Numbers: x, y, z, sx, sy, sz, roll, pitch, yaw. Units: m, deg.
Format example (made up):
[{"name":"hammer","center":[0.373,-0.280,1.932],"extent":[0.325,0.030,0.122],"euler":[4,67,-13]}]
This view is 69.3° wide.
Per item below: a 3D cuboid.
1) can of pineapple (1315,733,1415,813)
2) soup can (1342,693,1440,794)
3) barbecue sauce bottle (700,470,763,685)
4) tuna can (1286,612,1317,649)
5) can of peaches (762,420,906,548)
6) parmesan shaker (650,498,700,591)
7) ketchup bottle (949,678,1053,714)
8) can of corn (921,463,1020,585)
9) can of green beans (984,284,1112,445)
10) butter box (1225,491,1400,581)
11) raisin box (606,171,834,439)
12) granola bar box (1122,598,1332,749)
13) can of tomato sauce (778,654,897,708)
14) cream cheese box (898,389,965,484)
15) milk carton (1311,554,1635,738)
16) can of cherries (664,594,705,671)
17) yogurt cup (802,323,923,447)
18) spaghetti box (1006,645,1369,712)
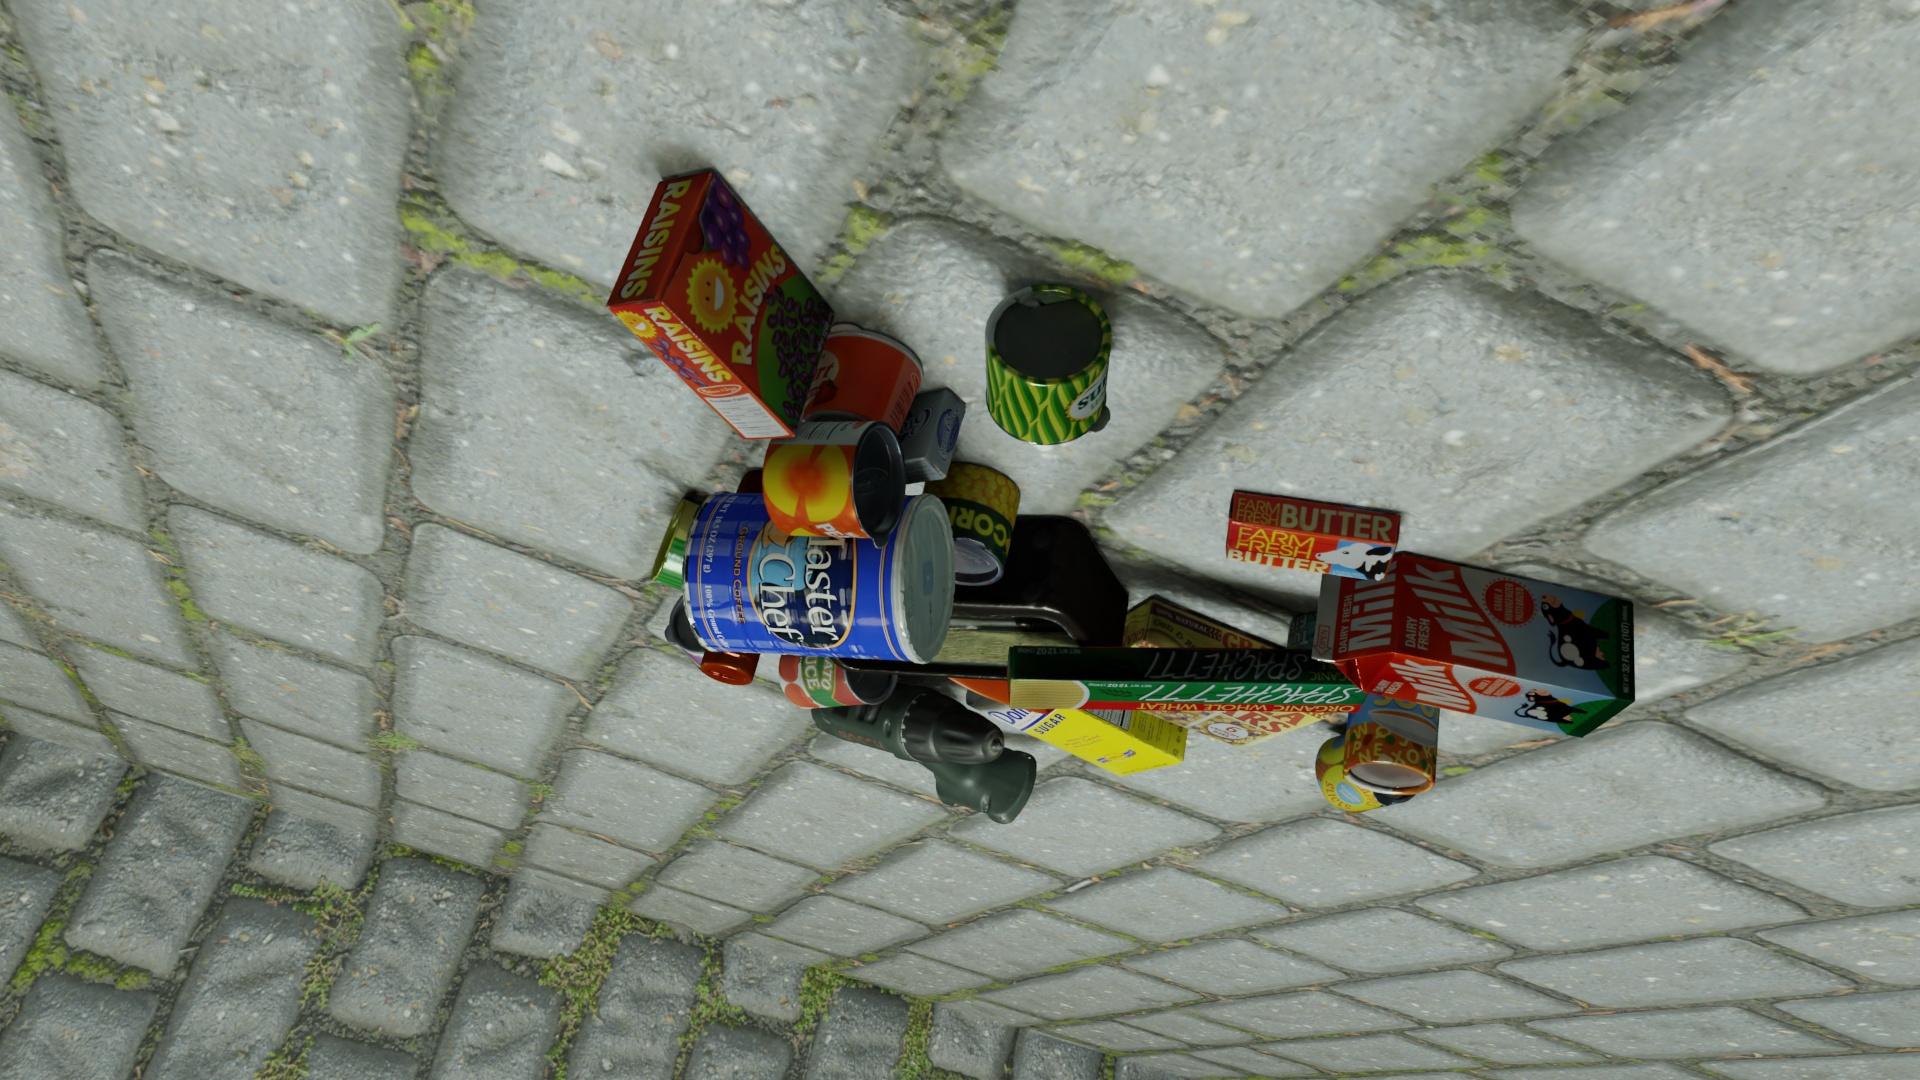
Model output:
[{"name":"can of pineapple","center":[0.333,0.188,1.137],"extent":[0.071,0.071,0.057],"euler":[23,152,-17]},{"name":"soup can","center":[0.321,0.137,1.028],"extent":[0.071,0.084,0.071],"euler":[11,152,6]},{"name":"barbecue sauce bottle","center":[-0.141,0.026,0.961],"extent":[0.065,0.149,0.043],"euler":[17,152,-7]},{"name":"tuna can","center":[0.265,0.079,0.999],"extent":[0.071,0.033,0.070],"euler":[11,153,6]},{"name":"can of peaches","center":[-0.070,-0.032,0.781],"extent":[0.058,0.071,0.071],"euler":[2,151,23]},{"name":"parmesan shaker","center":[-0.174,0.020,1.050],"extent":[0.103,0.071,0.071],"euler":[22,152,-16]},{"name":"ketchup bottle","center":[0.011,0.090,1.114],"extent":[0.149,0.064,0.043],"euler":[15,-179,16]},{"name":"can of corn","center":[0.003,-0.012,0.921],"extent":[0.071,0.058,0.071],"euler":[11,153,6]},{"name":"can of green beans","center":[0.046,-0.093,0.736],"extent":[0.071,0.071,0.057],"euler":[10,152,7]},{"name":"butter box","center":[0.220,-0.002,0.875],"extent":[0.103,0.024,0.053],"euler":[9,153,10]},{"name":"raisin box","center":[-0.123,-0.122,0.739],"extent":[0.040,0.086,0.123],"euler":[-1,149,31]},{"name":"granola bar box","center":[0.187,0.106,1.083],"extent":[0.165,0.039,0.123],"euler":[22,153,-15]},{"name":"can of tomato sauce","center":[-0.107,0.110,1.199],"extent":[0.083,0.071,0.071],"euler":[-10,144,40]},{"name":"cream cheese box","center":[-0.049,-0.059,0.861],"extent":[0.103,0.053,0.024],"euler":[-8,144,36]},{"name":"milk carton","center":[0.326,0.065,0.900],"extent":[0.191,0.072,0.073],"euler":[13,153,3]},{"name":"can of cherries","center":[-0.209,0.078,1.184],"extent":[0.071,0.072,0.058],"euler":[6,153,15]},{"name":"yogurt cup","center":[-0.060,-0.084,0.818],"extent":[0.072,0.054,0.072],"euler":[11,153,6]},{"name":"spaghetti box","center":[0.157,0.096,0.960],"extent":[0.250,0.029,0.050],"euler":[1,149,1]}]
